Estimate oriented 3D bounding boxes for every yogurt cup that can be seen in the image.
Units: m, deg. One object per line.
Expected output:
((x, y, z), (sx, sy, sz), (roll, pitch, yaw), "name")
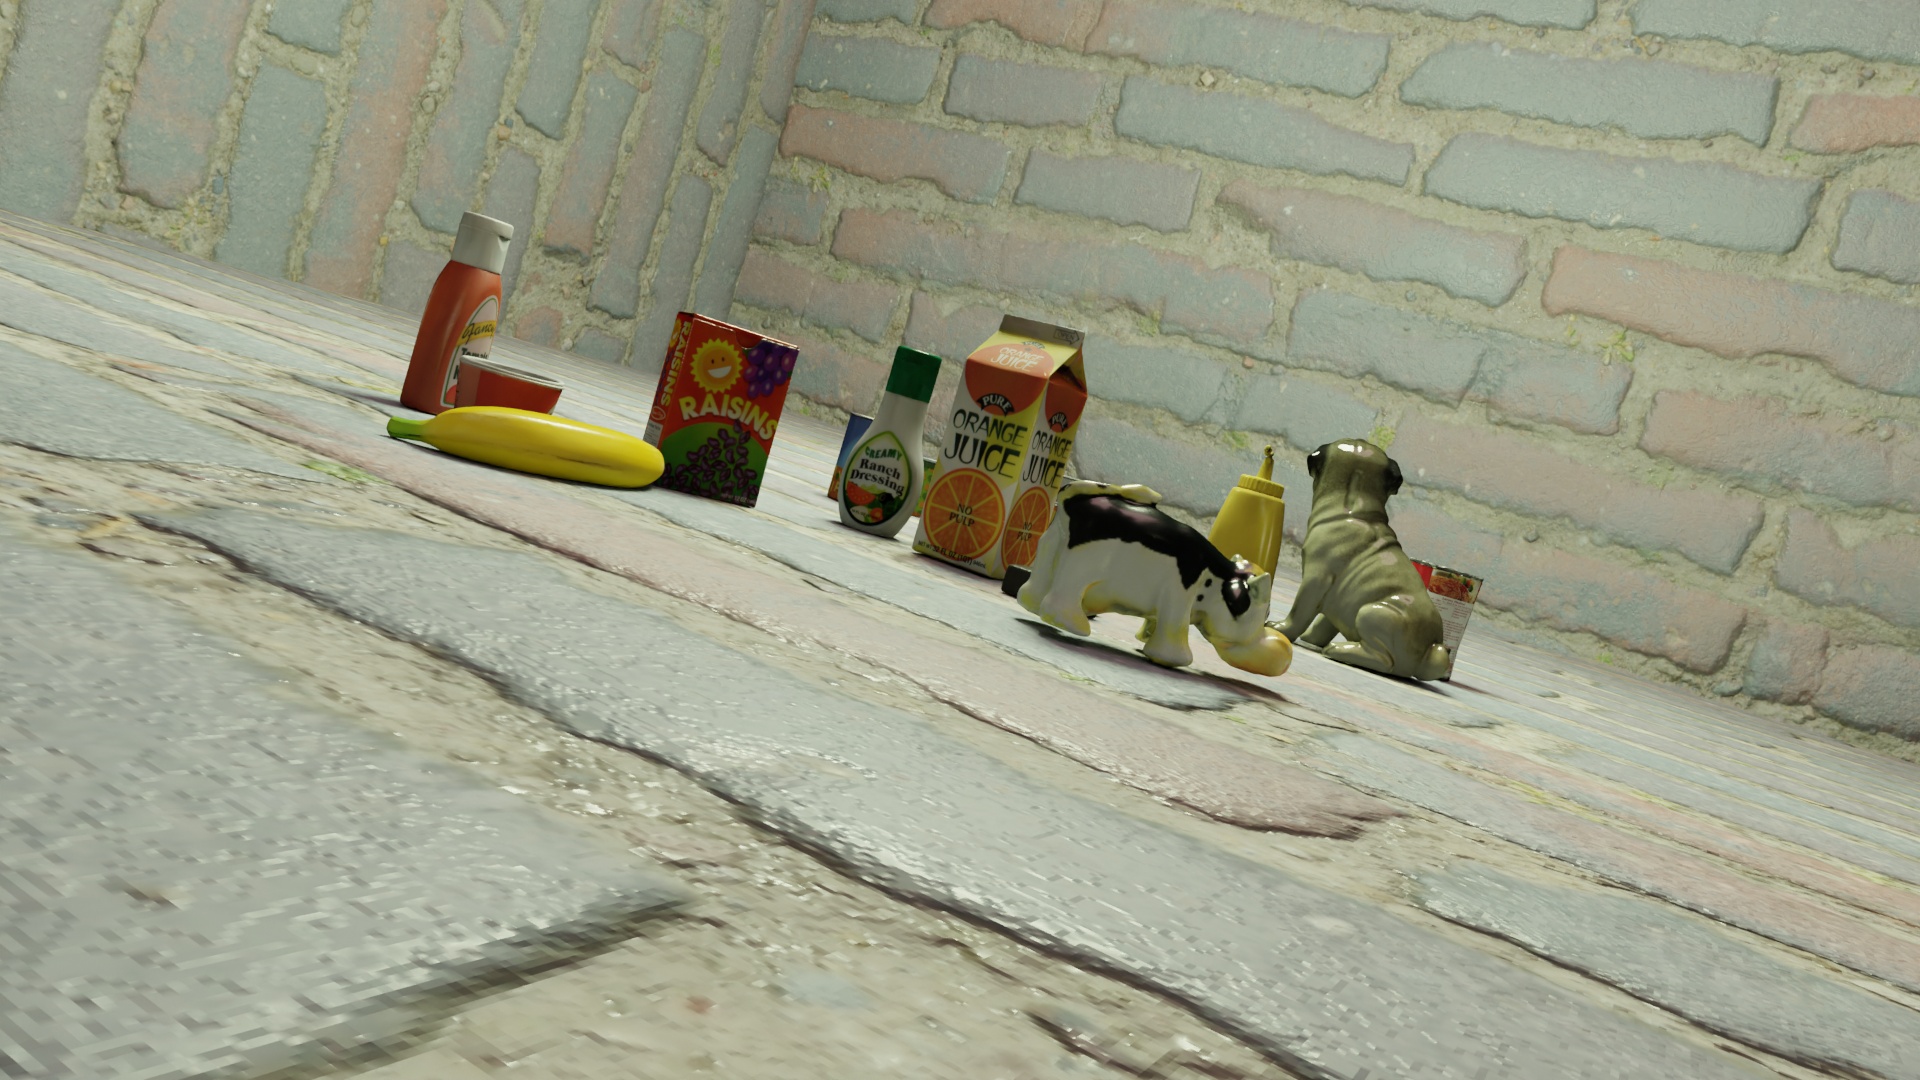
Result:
((-0.301, -0.087, 0.915), (0.072, 0.054, 0.072), (16, 4, -1), "yogurt cup")

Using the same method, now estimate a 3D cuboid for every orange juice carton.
((0.035, -0.071, 1.040), (0.072, 0.192, 0.073), (19, 5, 29), "orange juice carton")

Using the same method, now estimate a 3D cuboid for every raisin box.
((-0.175, -0.093, 0.997), (0.086, 0.123, 0.040), (14, 5, -33), "raisin box")

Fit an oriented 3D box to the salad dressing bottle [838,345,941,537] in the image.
((-0.053, -0.078, 1.090), (0.064, 0.147, 0.044), (17, 4, 10), "salad dressing bottle")

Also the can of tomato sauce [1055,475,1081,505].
((0.090, -0.022, 1.320), (0.071, 0.083, 0.071), (16, 4, -1), "can of tomato sauce")

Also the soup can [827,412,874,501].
((-0.082, -0.072, 1.313), (0.071, 0.083, 0.071), (16, 4, -1), "soup can")

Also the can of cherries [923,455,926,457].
((-0.079, -0.073, 1.492), (0.071, 0.058, 0.071), (16, 4, -1), "can of cherries")

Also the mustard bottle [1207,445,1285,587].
((0.253, -0.005, 1.219), (0.065, 0.160, 0.049), (19, 5, 28), "mustard bottle")

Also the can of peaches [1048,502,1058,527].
((0.082, -0.005, 1.251), (0.071, 0.058, 0.071), (16, 4, -1), "can of peaches")

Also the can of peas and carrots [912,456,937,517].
((-0.038, -0.054, 1.412), (0.071, 0.058, 0.071), (16, 4, -1), "can of peas and carrots")

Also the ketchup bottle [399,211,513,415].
((-0.368, -0.166, 1.024), (0.043, 0.148, 0.065), (17, 4, 10), "ketchup bottle")
